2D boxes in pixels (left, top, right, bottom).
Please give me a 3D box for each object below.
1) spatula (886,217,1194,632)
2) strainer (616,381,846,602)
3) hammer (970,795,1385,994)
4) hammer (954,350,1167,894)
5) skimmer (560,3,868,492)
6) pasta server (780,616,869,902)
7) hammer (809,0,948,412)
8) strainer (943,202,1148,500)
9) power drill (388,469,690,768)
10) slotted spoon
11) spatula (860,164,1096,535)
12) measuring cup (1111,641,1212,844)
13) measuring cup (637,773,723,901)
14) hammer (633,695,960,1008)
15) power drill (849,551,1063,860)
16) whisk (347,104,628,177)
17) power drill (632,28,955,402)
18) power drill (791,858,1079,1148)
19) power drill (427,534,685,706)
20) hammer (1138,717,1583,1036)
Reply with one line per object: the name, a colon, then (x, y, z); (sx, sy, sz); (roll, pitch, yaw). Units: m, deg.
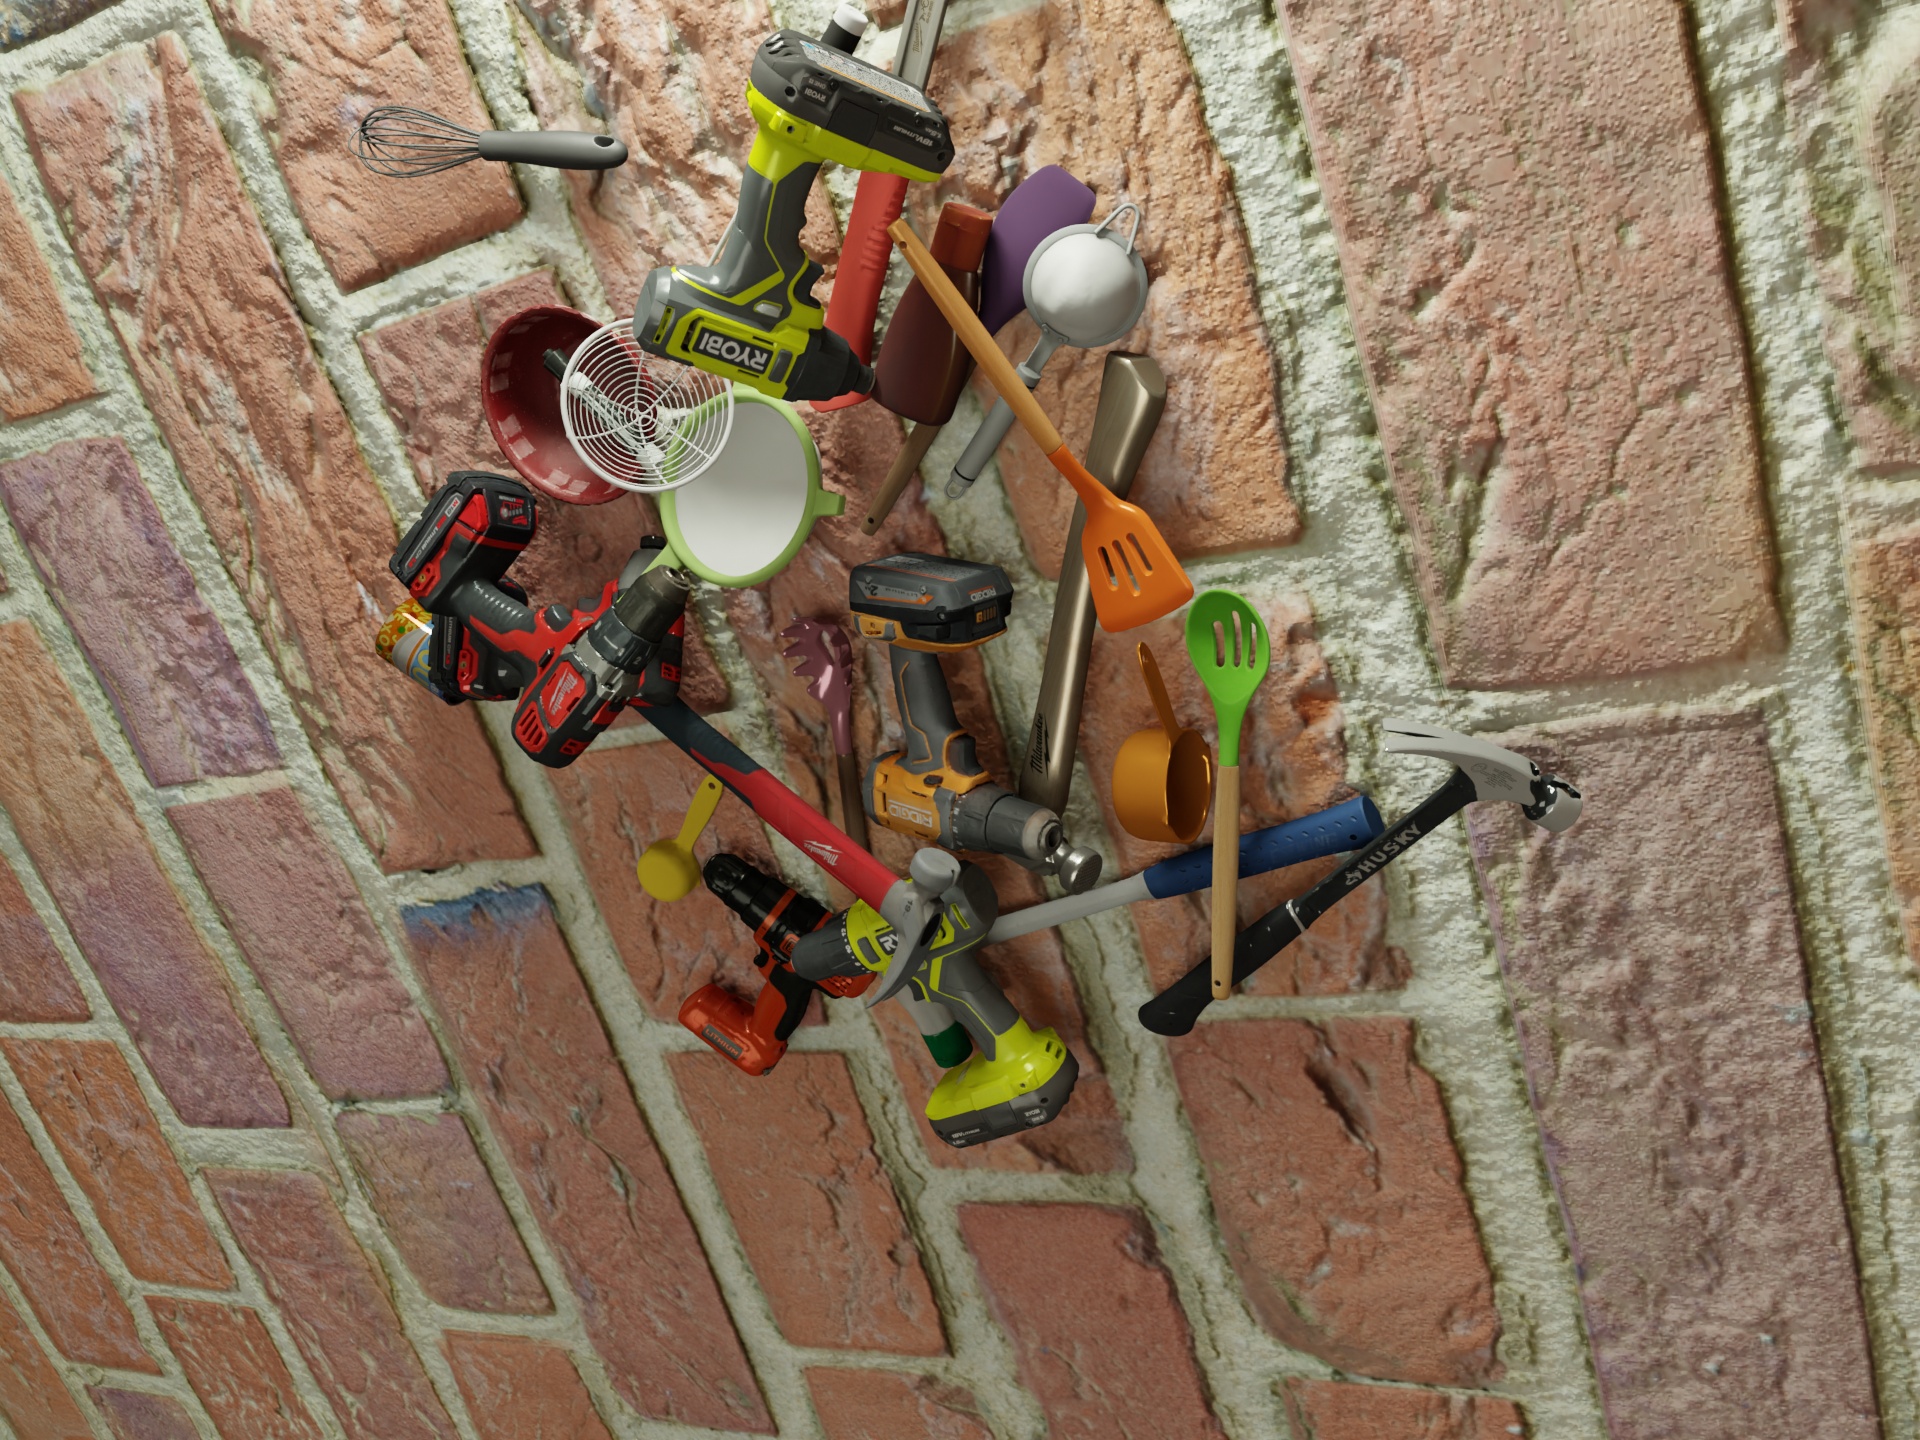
spatula: (0.048, -0.200, 1.080); (0.081, 0.041, 0.322); (-22, 117, 37)
strainer: (-0.191, -0.143, 1.253); (0.256, 0.069, 0.152); (-42, 70, 24)
hammer: (0.141, 0.131, 1.282); (0.405, 0.035, 0.144); (-21, 105, 31)
hammer: (0.078, -0.075, 1.197); (0.146, 0.038, 0.410); (29, 121, 34)
skimmer: (-0.163, -0.323, 1.114); (0.127, 0.090, 0.363); (26, 123, -19)
pasta server: (-0.100, 0.053, 1.350); (0.060, 0.040, 0.316); (12, 121, 32)
hammer: (-0.061, -0.387, 1.114); (0.149, 0.037, 0.358); (25, 122, 11)
strainer: (0.053, -0.250, 1.131); (0.087, 0.050, 0.258); (29, 127, -9)
power drill: (-0.326, -0.099, 1.253); (0.227, 0.080, 0.188); (47, 107, 18)
slotted spoon: (0.197, 0.058, 1.184); (0.070, 0.031, 0.313); (8, 103, 39)
spatula: (0.000, -0.260, 1.161); (0.060, 0.018, 0.315); (38, 122, 7)
measuring cup: (0.137, 0.015, 1.185); (0.052, 0.095, 0.173); (-1, 126, 33)
measuring cup: (-0.252, 0.107, 1.447); (0.062, 0.029, 0.156); (34, 125, 5)
hammer: (-0.169, 0.072, 1.316); (0.387, 0.038, 0.143); (36, 117, 26)
power drill: (-0.002, -0.004, 1.216); (0.185, 0.084, 0.226); (15, 116, 42)
whisk: (-0.363, -0.439, 1.217); (0.239, 0.055, 0.055); (9, 118, 16)
power drill: (-0.102, -0.324, 1.067); (0.171, 0.080, 0.223); (14, 124, -27)
power drill: (-0.021, 0.241, 1.337); (0.190, 0.080, 0.228); (-24, 104, 27)
power drill: (-0.334, -0.083, 1.346); (0.220, 0.078, 0.143); (0, 83, 20)
hammer: (0.262, 0.137, 1.200); (0.149, 0.036, 0.408); (27, 133, -17)
